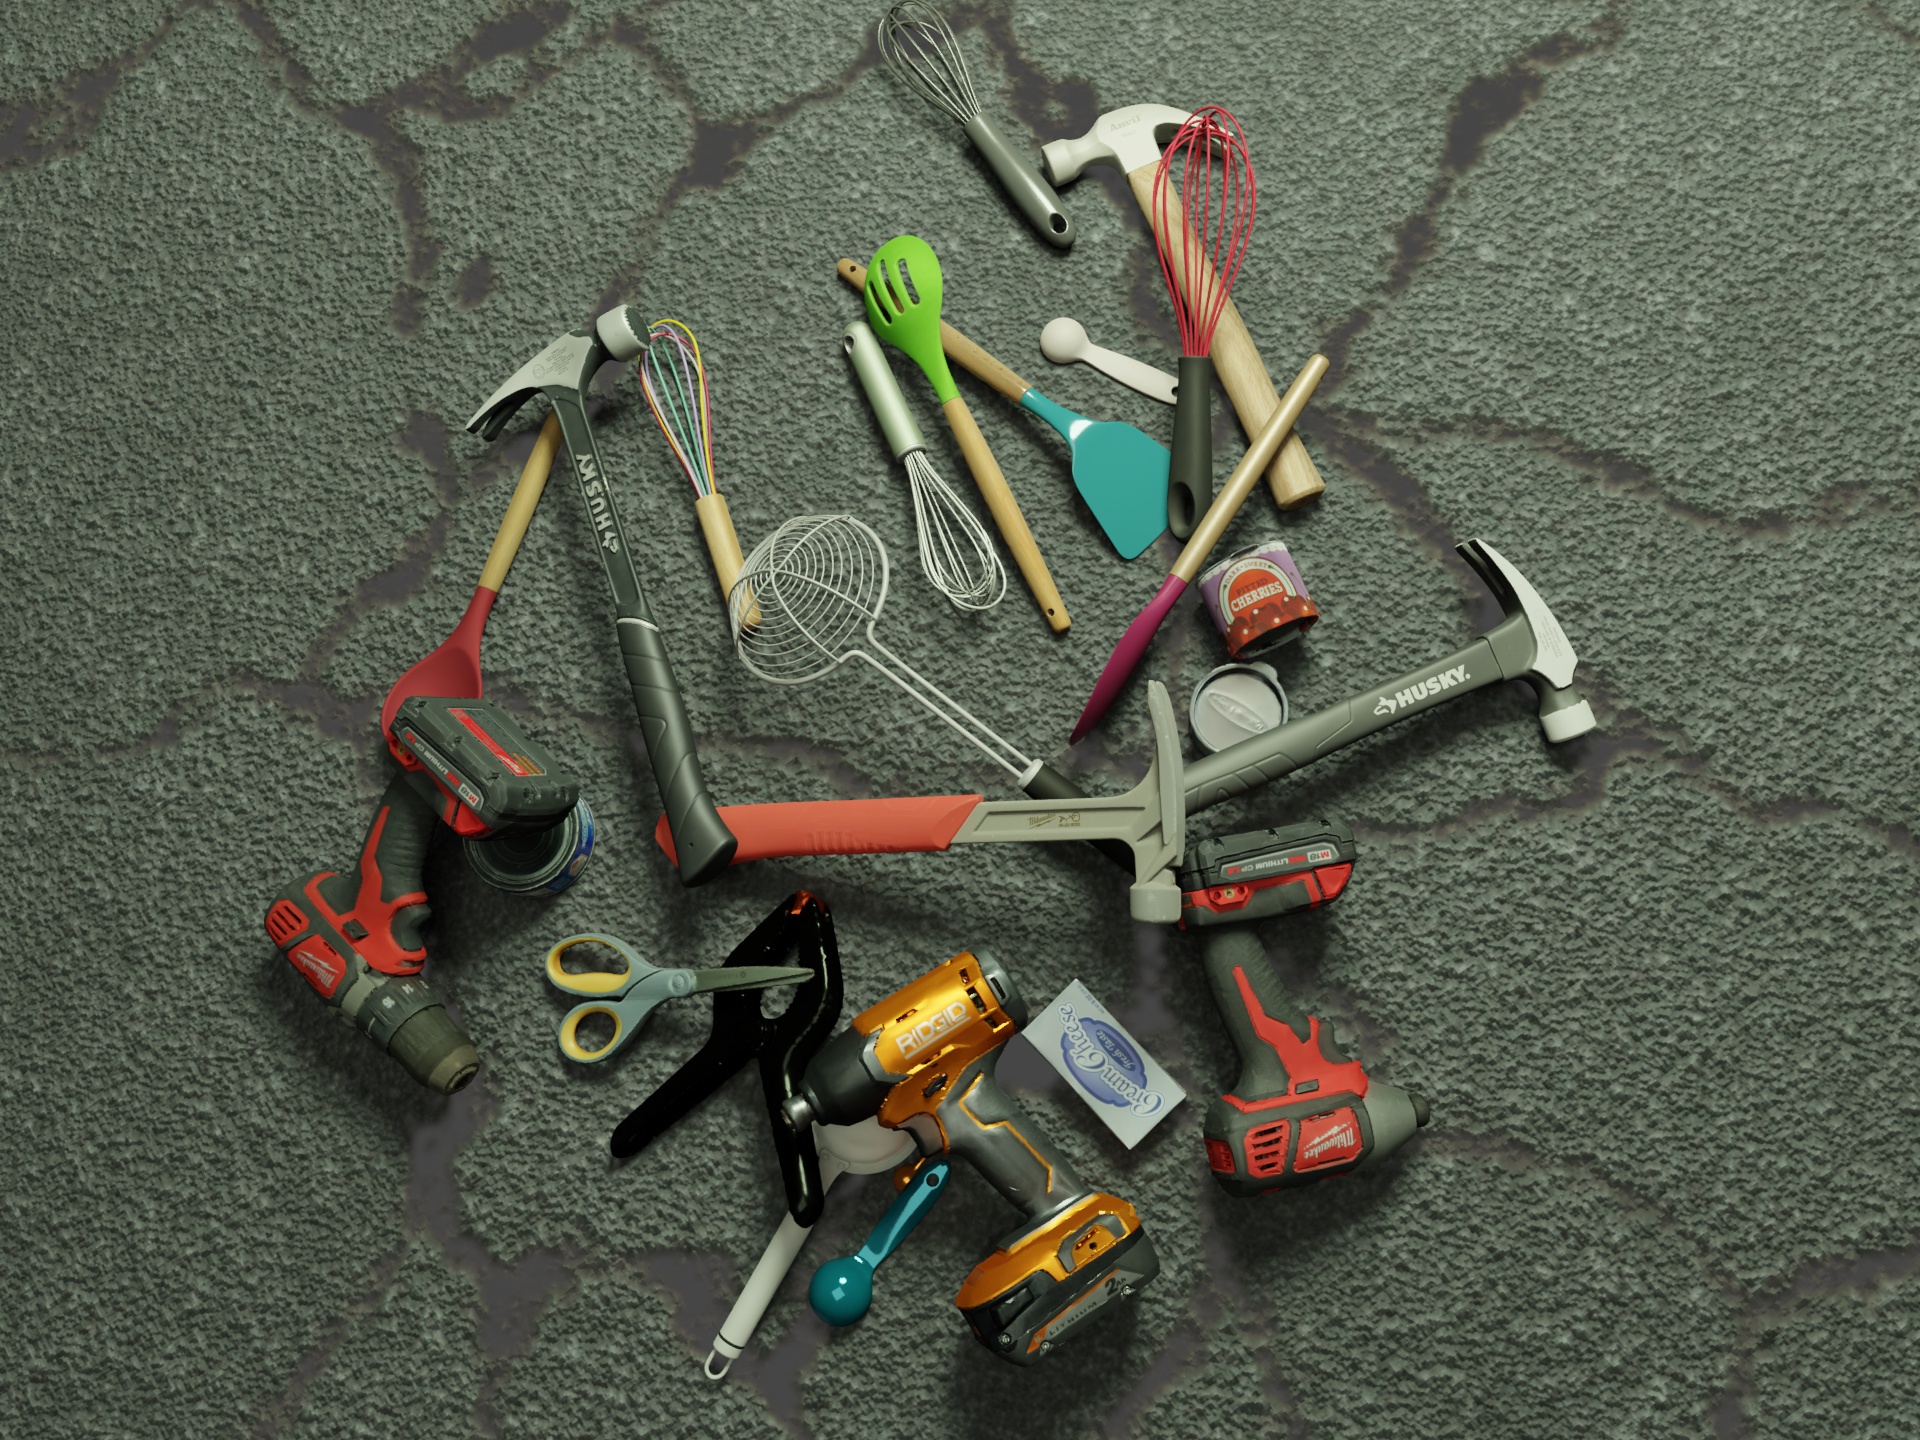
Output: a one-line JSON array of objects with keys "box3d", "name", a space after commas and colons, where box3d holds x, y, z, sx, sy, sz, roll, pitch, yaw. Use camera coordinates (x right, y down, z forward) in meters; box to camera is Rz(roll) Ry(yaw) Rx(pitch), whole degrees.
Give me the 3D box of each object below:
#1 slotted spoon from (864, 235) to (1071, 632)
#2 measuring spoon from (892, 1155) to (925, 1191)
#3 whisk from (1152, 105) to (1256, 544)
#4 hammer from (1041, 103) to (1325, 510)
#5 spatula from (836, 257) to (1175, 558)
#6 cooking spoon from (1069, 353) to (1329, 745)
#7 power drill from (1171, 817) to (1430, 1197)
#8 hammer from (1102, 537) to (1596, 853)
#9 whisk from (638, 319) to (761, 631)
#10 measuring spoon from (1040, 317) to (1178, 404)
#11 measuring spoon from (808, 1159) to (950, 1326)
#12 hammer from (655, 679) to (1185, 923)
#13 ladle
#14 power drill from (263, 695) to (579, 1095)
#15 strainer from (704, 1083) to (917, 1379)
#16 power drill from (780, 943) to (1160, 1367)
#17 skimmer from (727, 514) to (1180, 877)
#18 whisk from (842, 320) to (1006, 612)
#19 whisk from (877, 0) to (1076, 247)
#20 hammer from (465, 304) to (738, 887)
[{"box3d": [0.006, -0.204, 1.129, 0.070, 0.031, 0.314, -30, 82, 32], "name": "slotted spoon"}, {"box3d": [-0.009, 0.258, 1.042, 0.011, 0.021, 0.117, 37, 84, 0], "name": "measuring spoon"}, {"box3d": [0.163, -0.269, 1.094, 0.073, 0.073, 0.296, 2, 98, 6], "name": "whisk"}, {"box3d": [0.180, -0.302, 1.146, 0.130, 0.031, 0.331, -23, 76, 1], "name": "hammer"}, {"box3d": [0.028, -0.242, 1.153, 0.318, 0.044, 0.082, 40, 83, 17], "name": "spatula"}, {"box3d": [0.162, -0.116, 1.080, 0.017, 0.068, 0.319, 32, 85, 12], "name": "cooking spoon"}, {"box3d": [0.212, 0.179, 1.007, 0.143, 0.078, 0.220, -8, 81, -12], "name": "power drill"}, {"box3d": [0.240, 0.000, 1.039, 0.335, 0.035, 0.146, -23, 89, -6], "name": "hammer"}, {"box3d": [-0.186, -0.181, 1.150, 0.047, 0.051, 0.245, -18, 79, -4], "name": "whisk"}, {"box3d": [0.114, -0.259, 1.149, 0.124, 0.018, 0.034, 27, 81, 10], "name": "measuring spoon"}, {"box3d": [-0.051, 0.336, 1.028, 0.042, 0.021, 0.128, 39, 84, 12], "name": "measuring spoon"}, {"box3d": [-0.034, 0.058, 1.034, 0.359, 0.036, 0.149, -3, 87, 20], "name": "hammer"}, {"box3d": [-0.336, -0.119, 1.159, 0.069, 0.031, 0.315, 17, 78, 11], "name": "ladle"}, {"box3d": [-0.348, 0.116, 1.052, 0.188, 0.080, 0.226, 40, 104, 19], "name": "power drill"}, {"box3d": [-0.095, 0.312, 1.032, 0.087, 0.050, 0.258, 30, 85, -3], "name": "strainer"}, {"box3d": [0.003, 0.275, 0.983, 0.164, 0.084, 0.226, -29, 83, -16], "name": "power drill"}, {"box3d": [-0.002, -0.003, 1.085, 0.363, 0.090, 0.127, 38, 91, -2], "name": "skimmer"}, {"box3d": [-0.031, -0.184, 1.137, 0.059, 0.057, 0.246, -13, 70, -33], "name": "whisk"}, {"box3d": [0.015, -0.447, 1.191, 0.055, 0.055, 0.239, -35, 81, -3], "name": "whisk"}, {"box3d": [-0.233, -0.081, 1.093, 0.149, 0.036, 0.409, -24, 74, 16], "name": "hammer"}]
